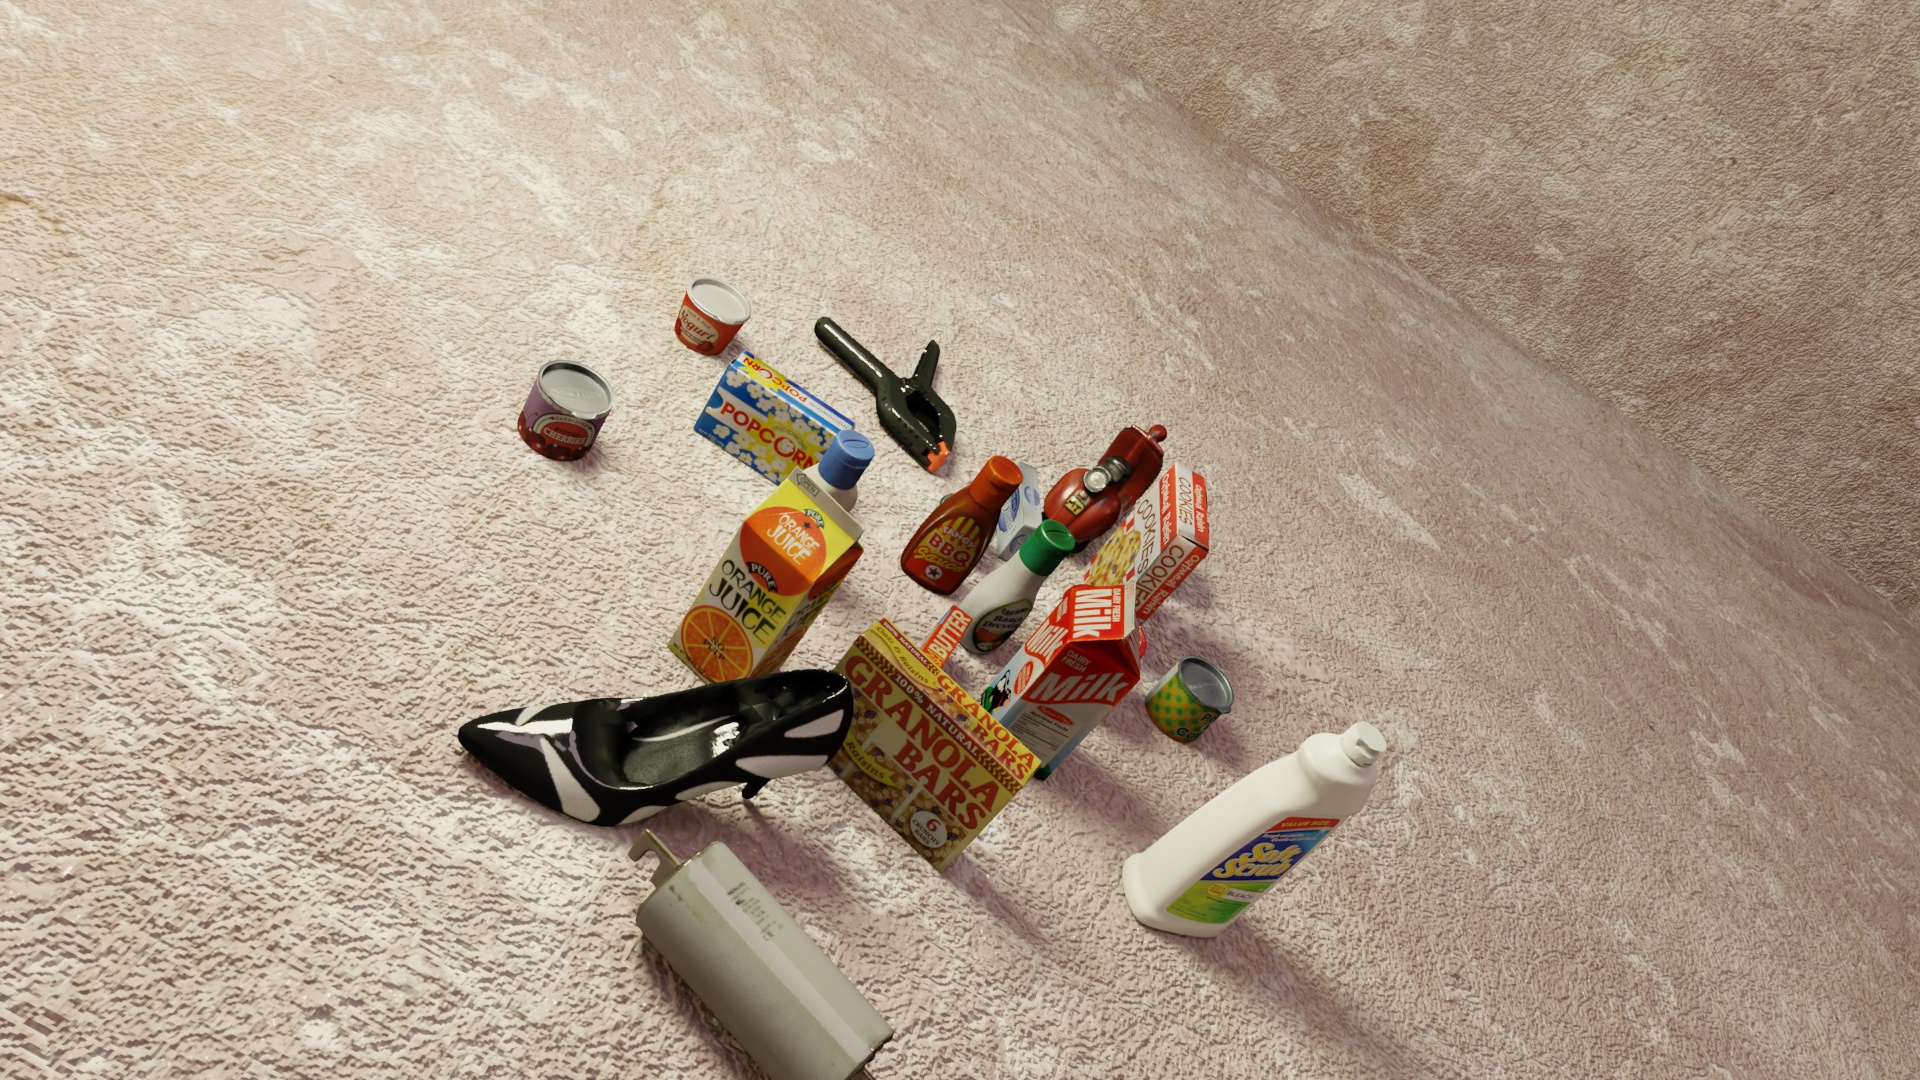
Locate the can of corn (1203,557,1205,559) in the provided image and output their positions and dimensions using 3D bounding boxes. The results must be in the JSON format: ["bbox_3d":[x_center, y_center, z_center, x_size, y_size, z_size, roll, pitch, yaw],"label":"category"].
[{"bbox_3d":[0.228,0.014,1.528,0.071,0.058,0.071,24,36,-19],"label":"can of corn"}]

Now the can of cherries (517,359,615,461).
[{"bbox_3d":[-0.334,-0.108,1.173,0.071,0.058,0.072,24,36,-19],"label":"can of cherries"}]

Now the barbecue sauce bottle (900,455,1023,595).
[{"bbox_3d":[0.005,-0.016,1.286,0.065,0.147,0.044,32,34,-8],"label":"barbecue sauce bottle"}]

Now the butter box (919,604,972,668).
[{"bbox_3d":[-0.027,0.102,1.203,0.024,0.053,0.104,37,34,0],"label":"butter box"}]

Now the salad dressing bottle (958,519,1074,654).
[{"bbox_3d":[0.049,0.042,1.257,0.064,0.147,0.044,6,45,-38],"label":"salad dressing bottle"}]

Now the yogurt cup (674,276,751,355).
[{"bbox_3d":[-0.250,-0.222,1.385,0.072,0.053,0.073,24,36,-19],"label":"yogurt cup"}]

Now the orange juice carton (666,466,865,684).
[{"bbox_3d":[-0.142,0.031,1.061,0.072,0.191,0.073,43,34,8],"label":"orange juice carton"}]

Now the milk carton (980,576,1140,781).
[{"bbox_3d":[0.093,0.112,1.177,0.073,0.189,0.073,28,35,-13],"label":"milk carton"}]

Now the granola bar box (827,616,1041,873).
[{"bbox_3d":[-0.036,0.157,1.068,0.165,0.123,0.039,43,34,8],"label":"granola bar box"}]

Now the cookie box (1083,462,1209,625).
[{"bbox_3d":[0.184,0.019,1.386,0.040,0.166,0.123,28,35,-14],"label":"cookie box"}]

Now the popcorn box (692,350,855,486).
[{"bbox_3d":[-0.172,-0.106,1.290,0.127,0.084,0.038,34,34,-5],"label":"popcorn box"}]

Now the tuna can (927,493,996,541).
[{"bbox_3d":[0.001,-0.010,1.378,0.071,0.032,0.071,24,36,-19],"label":"tuna can"}]

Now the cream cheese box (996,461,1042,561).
[{"bbox_3d":[0.059,-0.029,1.433,0.024,0.053,0.104,23,37,-20],"label":"cream cheese box"}]

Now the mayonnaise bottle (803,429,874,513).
[{"bbox_3d":[-0.123,-0.032,1.192,0.065,0.147,0.041,-2,50,-43],"label":"mayonnaise bottle"}]

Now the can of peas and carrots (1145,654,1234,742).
[{"bbox_3d":[0.225,0.157,1.358,0.071,0.058,0.071,24,36,-19],"label":"can of peas and carrots"}]
